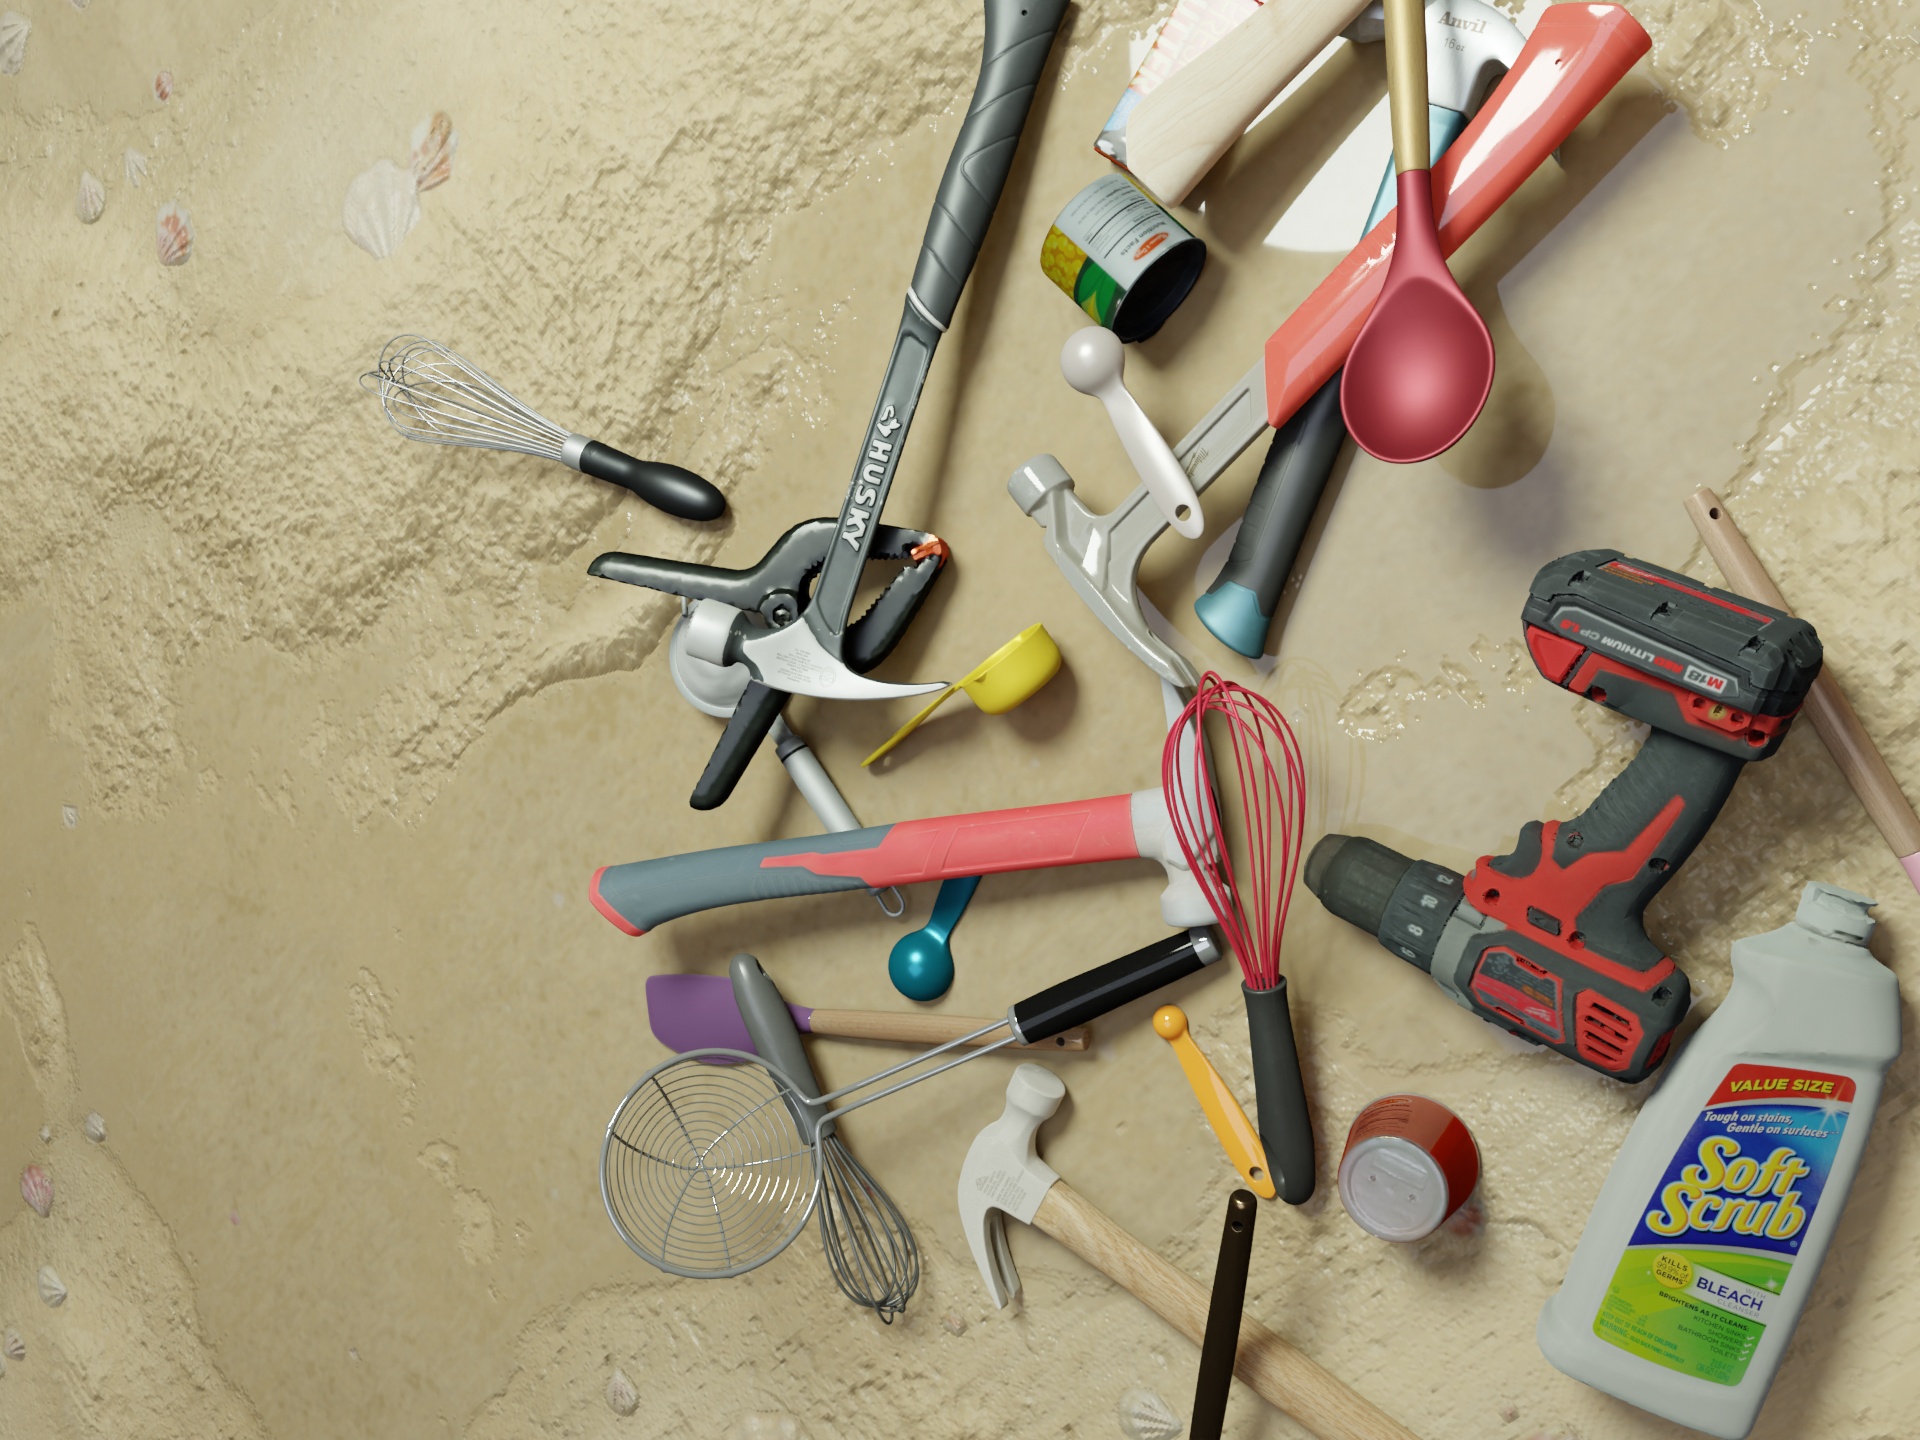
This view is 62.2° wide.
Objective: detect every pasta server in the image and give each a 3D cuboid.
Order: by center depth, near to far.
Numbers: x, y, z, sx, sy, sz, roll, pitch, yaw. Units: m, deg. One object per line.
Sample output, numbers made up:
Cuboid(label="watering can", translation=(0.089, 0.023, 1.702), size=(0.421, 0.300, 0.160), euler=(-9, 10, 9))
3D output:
Cuboid(label="pasta server", translation=(0.410, 0.032, 0.700), size=(0.060, 0.040, 0.316), euler=(-26, 79, -3))

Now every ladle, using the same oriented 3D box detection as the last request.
Cuboid(label="ladle", translation=(0.199, -0.269, 0.711), size=(0.069, 0.031, 0.315), euler=(-3, 87, 32))

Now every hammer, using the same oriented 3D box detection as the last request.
Cuboid(label="hammer", translation=(0.238, -0.396, 0.727), size=(0.410, 0.038, 0.146), euler=(-45, 74, 16))
Cuboid(label="hammer", translation=(0.182, -0.181, 0.763), size=(0.359, 0.036, 0.149), euler=(-45, 73, 25))
Cuboid(label="hammer", translation=(0.192, -0.190, 0.796), size=(0.128, 0.033, 0.331), euler=(26, 106, 24))
Cuboid(label="hammer", translation=(0.138, 0.333, 0.870), size=(0.331, 0.031, 0.130), euler=(32, 108, 21))
Cuboid(label="hammer", translation=(-0.020, -0.204, 0.873), size=(0.149, 0.036, 0.409), euler=(19, 95, 3))
Cuboid(label="hammer", translation=(-0.045, 0.062, 0.912), size=(0.386, 0.038, 0.143), euler=(-9, 91, 21))

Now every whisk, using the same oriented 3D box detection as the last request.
Cuboid(label="whisk", translation=(0.152, 0.116, 0.812), size=(0.073, 0.073, 0.295), euler=(-3, 106, 28))
Cuboid(label="whisk", translation=(-0.087, 0.252, 0.963), size=(0.055, 0.055, 0.239), euler=(-27, 86, 27))
Cuboid(label="whisk", translation=(-0.271, -0.182, 1.025), size=(0.285, 0.070, 0.070), euler=(23, 105, 19))

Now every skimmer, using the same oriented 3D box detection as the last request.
Cuboid(label="skimmer", translation=(-0.028, 0.196, 0.877), size=(0.363, 0.090, 0.127), euler=(-26, 80, 15))

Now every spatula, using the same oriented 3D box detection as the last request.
Cuboid(label="spatula", translation=(-0.067, 0.187, 0.972), size=(0.316, 0.018, 0.060), euler=(-3, 98, 29))

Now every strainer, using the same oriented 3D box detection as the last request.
Cuboid(label="strainer", translation=(-0.107, 0.010, 0.967), size=(0.087, 0.050, 0.258), euler=(-36, 81, 10))

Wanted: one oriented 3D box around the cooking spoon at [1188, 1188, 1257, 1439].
Cuboid(label="cooking spoon", translation=(0.132, 0.384, 0.852), size=(0.069, 0.017, 0.318), euler=(15, 115, 25))

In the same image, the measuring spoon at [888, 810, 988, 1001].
Cuboid(label="measuring spoon", translation=(-0.011, 0.110, 0.933), size=(0.042, 0.021, 0.128), euler=(30, 109, 22))

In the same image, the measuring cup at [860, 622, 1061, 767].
Cuboid(label="measuring cup", translation=(-0.001, -0.003, 0.911), size=(0.029, 0.062, 0.156), euler=(50, 127, -5))

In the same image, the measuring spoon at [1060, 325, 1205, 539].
Cuboid(label="measuring spoon", translation=(0.086, -0.143, 0.791), size=(0.034, 0.018, 0.124), euler=(-35, 78, 27))

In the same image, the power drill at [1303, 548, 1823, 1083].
Cuboid(label="power drill", translation=(0.272, 0.037, 0.743), size=(0.188, 0.080, 0.226), euler=(28, 116, 30))

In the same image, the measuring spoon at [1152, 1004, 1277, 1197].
Cuboid(label="measuring spoon", translation=(0.139, 0.209, 0.870), size=(0.021, 0.011, 0.117), euler=(-35, 78, 25))
